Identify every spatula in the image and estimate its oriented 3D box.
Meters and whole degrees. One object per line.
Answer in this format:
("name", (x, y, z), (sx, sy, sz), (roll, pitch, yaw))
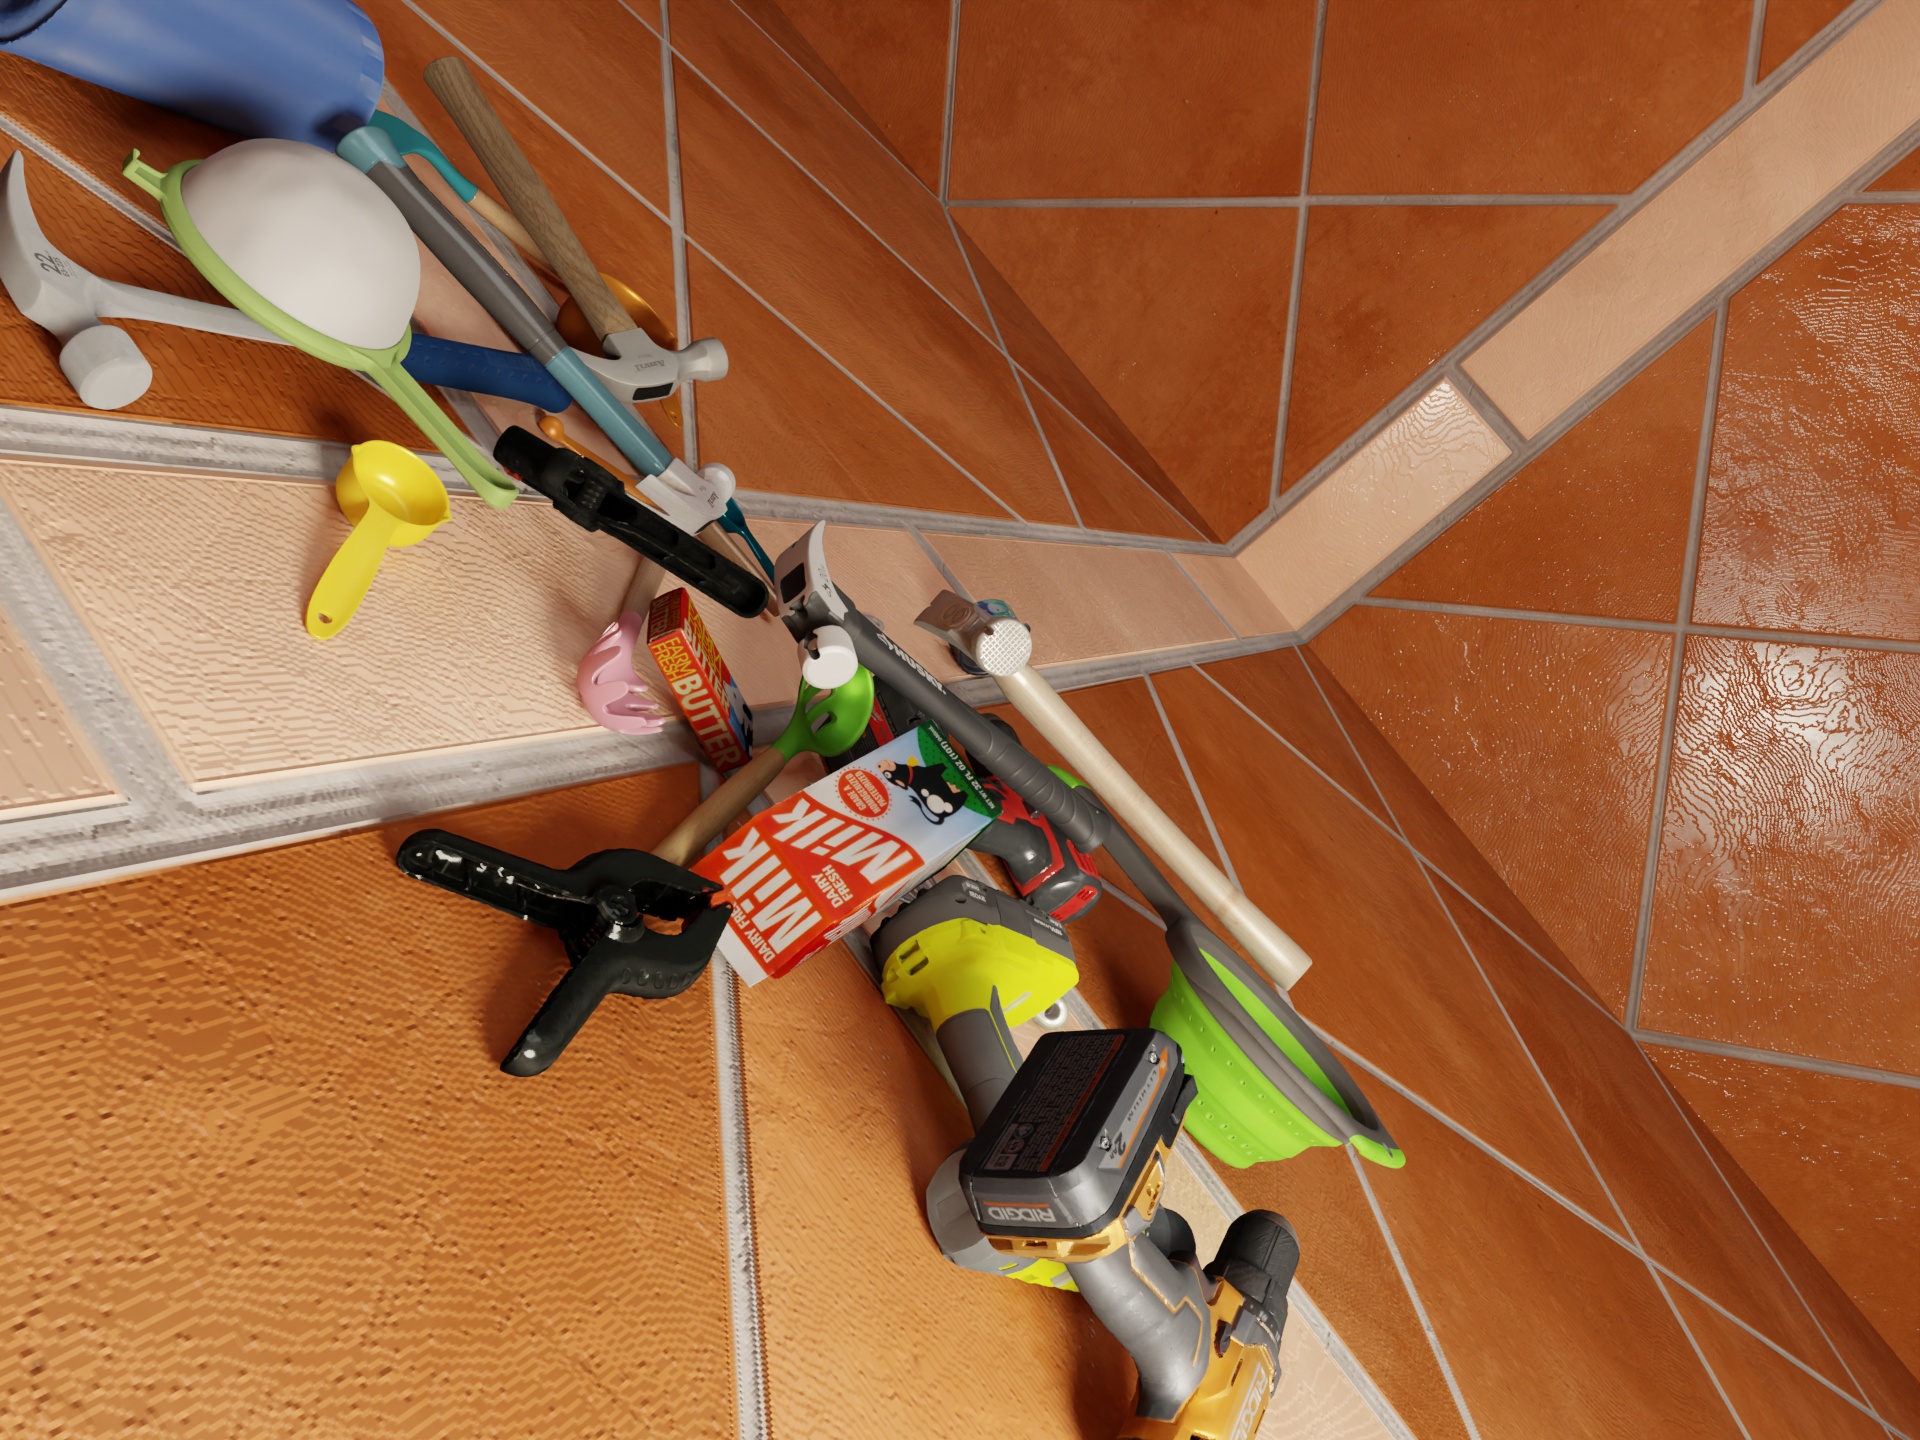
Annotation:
("spatula", (-0.368, -0.387, 1.238), (0.317, 0.044, 0.082), (34, 24, -47))
("spatula", (-0.235, -0.197, 1.169), (0.316, 0.018, 0.060), (48, 15, 3))

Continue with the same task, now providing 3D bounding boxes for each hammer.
("hammer", (-0.310, -0.367, 1.179), (0.130, 0.031, 0.331), (-24, 72, -36))
("hammer", (-0.277, -0.252, 1.053), (0.330, 0.033, 0.128), (48, 20, -18))
("hammer", (0.122, 0.059, 1.151), (0.410, 0.038, 0.146), (46, -5, -25))
("hammer", (-0.002, -0.003, 1.035), (0.334, 0.035, 0.146), (39, 20, -40))
("hammer", (-0.364, -0.224, 0.923), (0.144, 0.035, 0.405), (53, 20, 10))

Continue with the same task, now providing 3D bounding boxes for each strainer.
("strainer", (-0.318, -0.230, 0.874), (0.256, 0.069, 0.151), (48, 20, 2))

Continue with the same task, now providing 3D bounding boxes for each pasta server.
("pasta server", (-0.196, -0.075, 0.999), (0.316, 0.040, 0.060), (-92, 162, -63))

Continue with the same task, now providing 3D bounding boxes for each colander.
("colander", (0.152, 0.191, 1.165), (0.398, 0.094, 0.204), (52, 11, 34))

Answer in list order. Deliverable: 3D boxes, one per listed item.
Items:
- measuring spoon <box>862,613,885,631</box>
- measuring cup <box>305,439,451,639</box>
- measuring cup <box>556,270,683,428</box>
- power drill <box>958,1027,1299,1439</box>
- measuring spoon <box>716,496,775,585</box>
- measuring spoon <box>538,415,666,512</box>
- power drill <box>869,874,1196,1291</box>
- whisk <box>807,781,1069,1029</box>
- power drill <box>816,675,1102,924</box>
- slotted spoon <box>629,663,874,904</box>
("measuring spoon", (-0.087, -0.083, 1.270), (0.034, 0.018, 0.124), (54, 20, 14))
("measuring cup", (-0.309, -0.087, 0.815), (0.062, 0.029, 0.157), (38, 34, -26))
("measuring cup", (-0.254, -0.267, 1.212), (0.095, 0.052, 0.174), (23, 34, -51))
("power drill", (0.102, 0.260, 0.796), (0.185, 0.084, 0.226), (-47, 119, -48))
("measuring spoon", (-0.159, -0.121, 1.201), (0.128, 0.021, 0.042), (56, 15, -5))
("measuring spoon", (-0.247, -0.180, 1.121), (0.116, 0.011, 0.021), (35, 24, -35))
("power drill", (0.043, 0.215, 0.909), (0.190, 0.080, 0.229), (28, 31, -42))
("whisk", (-0.012, 0.120, 1.014), (0.246, 0.058, 0.059), (45, -10, -22))
("power drill", (0.001, 0.041, 1.146), (0.226, 0.080, 0.188), (31, 26, -47))
("slotted spoon", (-0.120, 0.031, 0.928), (0.314, 0.031, 0.070), (-50, 132, -62))
